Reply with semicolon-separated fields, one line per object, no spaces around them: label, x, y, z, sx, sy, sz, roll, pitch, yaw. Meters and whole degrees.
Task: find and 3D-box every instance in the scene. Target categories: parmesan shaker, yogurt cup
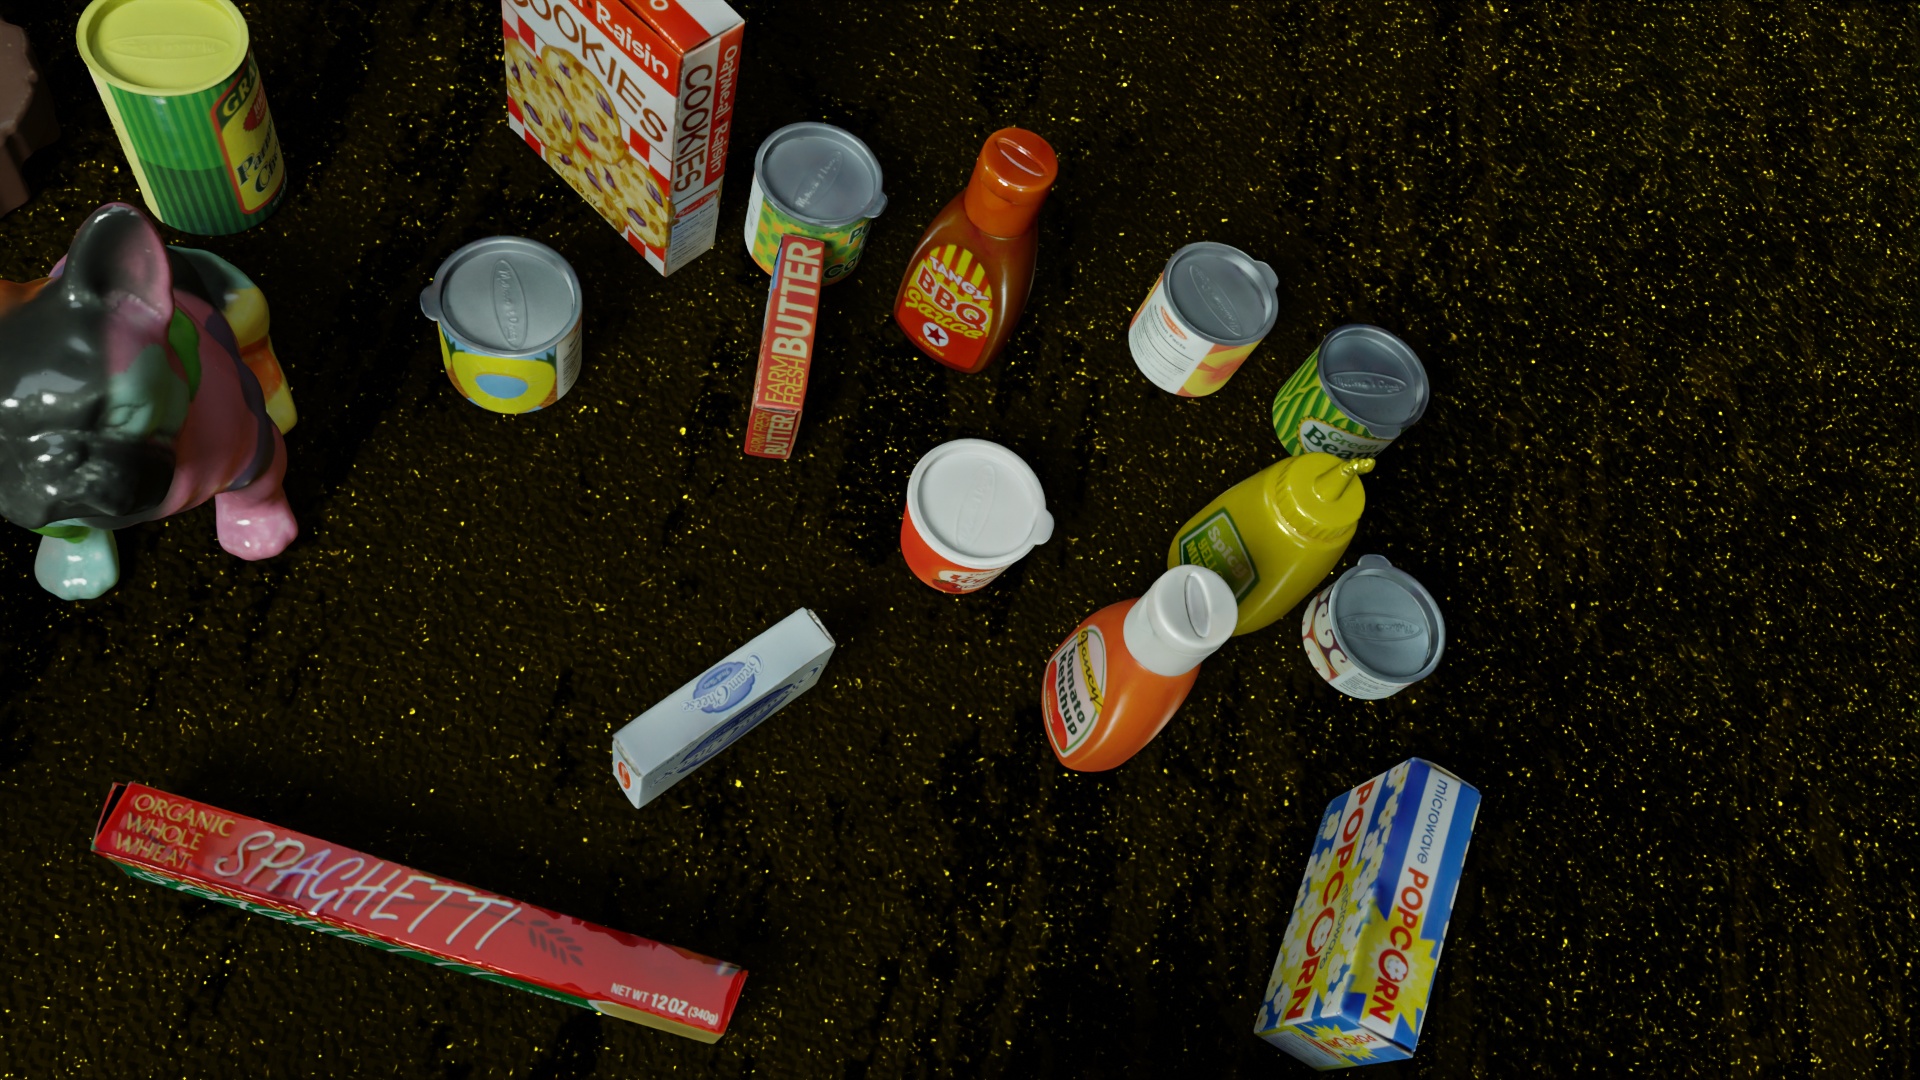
parmesan shaker;-0.356;-0.200;0.645;0.071;0.102;0.071;6;65;-13
yogurt cup;0.002;-0.009;0.681;0.072;0.053;0.072;6;64;-13

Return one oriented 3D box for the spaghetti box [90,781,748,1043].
spaghetti box;-0.210;0.150;0.551;0.250;0.050;0.029;19;62;-6

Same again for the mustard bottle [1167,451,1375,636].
mustard bottle;0.150;-0.004;0.660;0.049;0.159;0.065;-17;72;-22

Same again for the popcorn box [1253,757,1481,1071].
popcorn box;0.185;0.169;0.630;0.038;0.085;0.127;28;62;-1

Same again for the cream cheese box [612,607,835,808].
cream cheese box;-0.105;0.074;0.614;0.104;0.053;0.024;-35;79;-26

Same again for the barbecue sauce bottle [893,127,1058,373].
barbecue sauce bottle;0.010;-0.144;0.693;0.065;0.148;0.044;36;62;3

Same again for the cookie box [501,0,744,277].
cookie box;-0.167;-0.223;0.671;0.123;0.166;0.040;45;63;7

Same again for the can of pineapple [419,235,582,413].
can of pineapple;-0.216;-0.102;0.663;0.071;0.057;0.071;6;64;-13

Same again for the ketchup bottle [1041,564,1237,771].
ketchup bottle;0.078;0.055;0.619;0.043;0.148;0.065;0;66;-15

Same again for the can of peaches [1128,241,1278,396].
can of peaches;0.135;-0.122;0.769;0.071;0.057;0.071;6;64;-13

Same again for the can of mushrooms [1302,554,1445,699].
can of mushrooms;0.215;0.046;0.726;0.071;0.033;0.071;6;64;-13

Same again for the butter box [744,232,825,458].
butter box;-0.088;-0.097;0.698;0.024;0.053;0.104;10;64;-11

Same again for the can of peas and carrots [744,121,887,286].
can of peas and carrots;-0.076;-0.176;0.735;0.071;0.058;0.071;6;64;-13

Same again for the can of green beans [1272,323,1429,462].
can of green beans;0.215;-0.077;0.770;0.071;0.057;0.071;6;64;-13
